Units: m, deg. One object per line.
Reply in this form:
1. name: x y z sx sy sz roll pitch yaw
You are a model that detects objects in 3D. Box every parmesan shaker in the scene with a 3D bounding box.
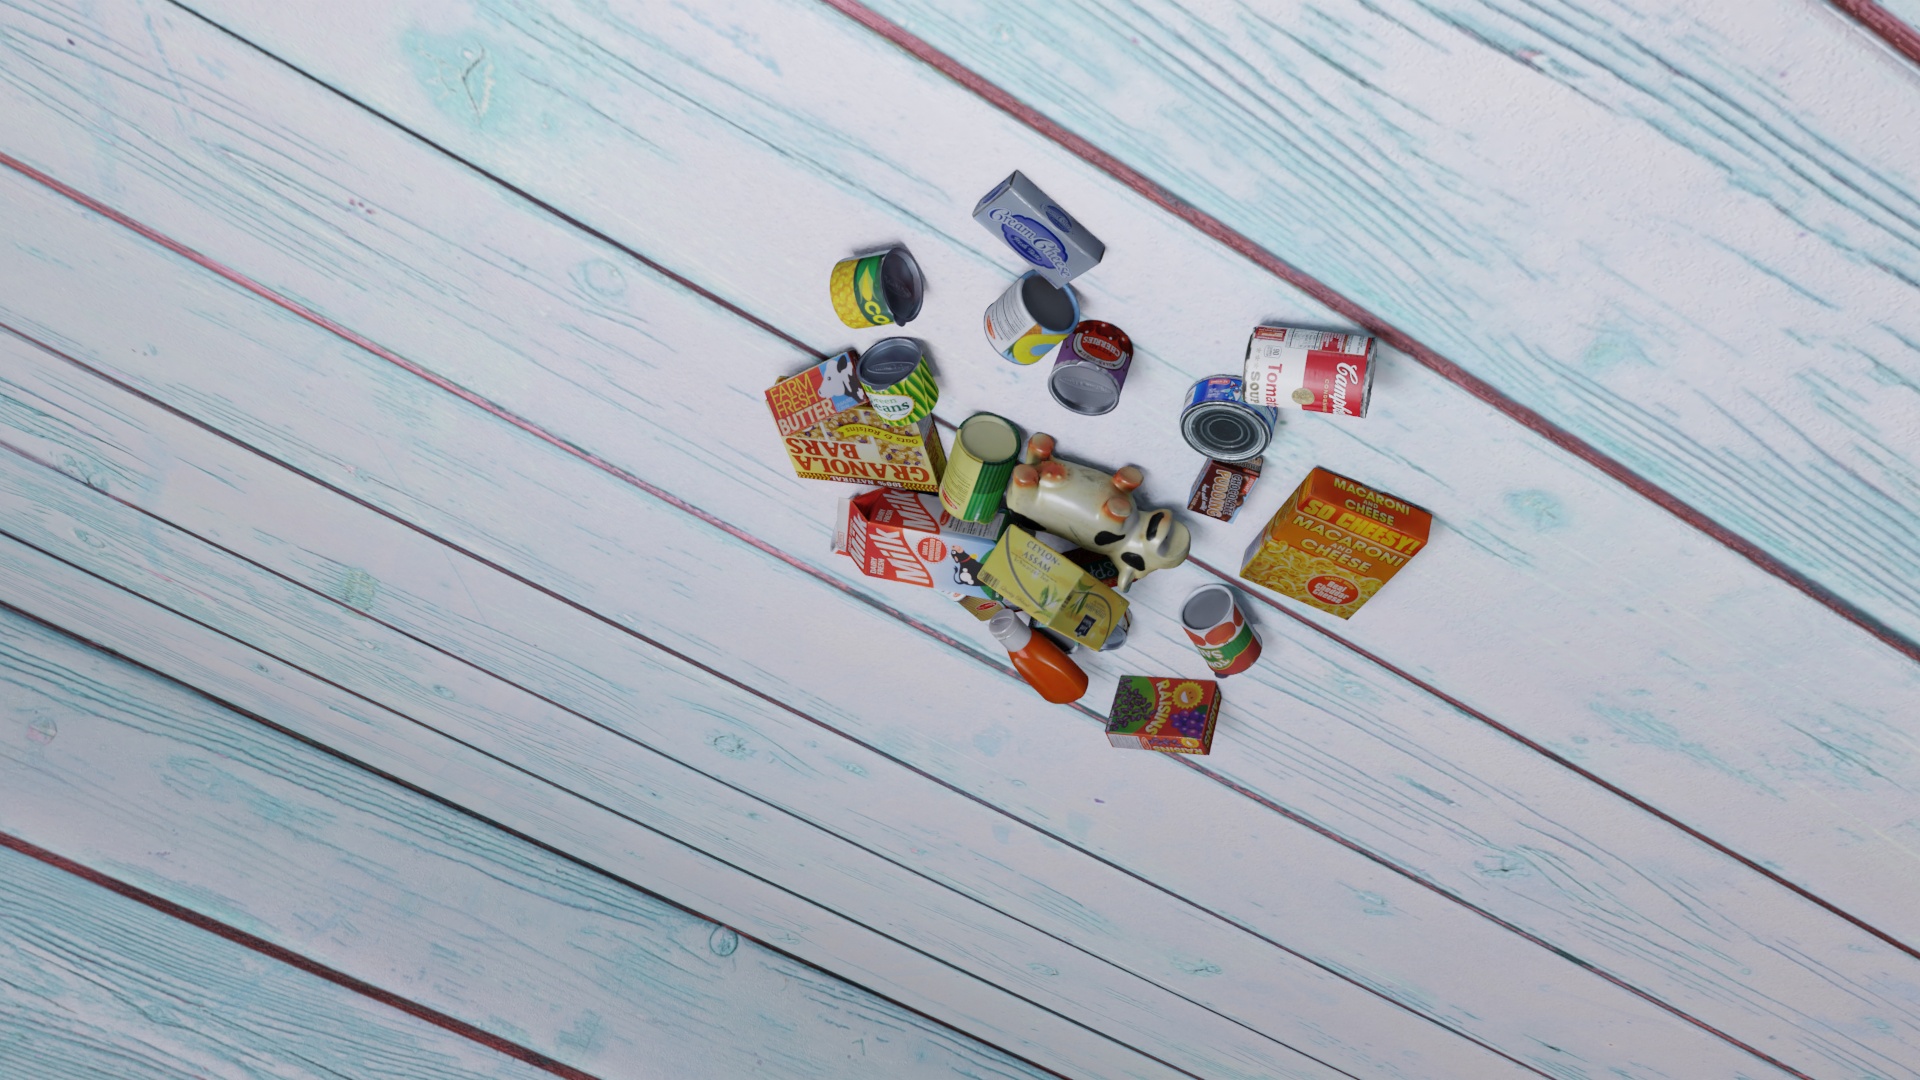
1. parmesan shaker: 0.021 -0.072 1.409 0.071 0.072 0.102 20 146 0

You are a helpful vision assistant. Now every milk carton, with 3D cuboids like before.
1. milk carton: -0.039 0.000 1.470 0.191 0.074 0.072 11 125 6

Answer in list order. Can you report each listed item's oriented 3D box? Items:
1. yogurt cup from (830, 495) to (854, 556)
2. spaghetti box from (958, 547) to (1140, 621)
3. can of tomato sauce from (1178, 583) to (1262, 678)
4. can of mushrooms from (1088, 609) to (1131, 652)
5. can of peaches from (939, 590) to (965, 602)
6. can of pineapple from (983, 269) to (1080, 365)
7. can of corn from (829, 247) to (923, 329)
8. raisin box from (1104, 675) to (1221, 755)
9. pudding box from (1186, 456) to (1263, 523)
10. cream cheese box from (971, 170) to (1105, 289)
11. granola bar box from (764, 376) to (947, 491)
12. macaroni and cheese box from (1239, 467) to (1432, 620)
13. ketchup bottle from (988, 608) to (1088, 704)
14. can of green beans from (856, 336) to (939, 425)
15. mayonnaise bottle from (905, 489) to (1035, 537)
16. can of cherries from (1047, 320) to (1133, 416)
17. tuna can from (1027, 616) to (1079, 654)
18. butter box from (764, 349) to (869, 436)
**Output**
1. yogurt cup: -0.112 -0.009 1.578 0.054 0.073 0.072 20 148 -15
2. spaghetti box: 0.098 0.047 1.577 0.249 0.029 0.050 -18 131 44
3. can of tomato sauce: 0.282 0.099 1.516 0.071 0.071 0.083 -6 138 34
4. can of mushrooms: 0.163 0.097 1.609 0.071 0.034 0.070 12 144 9
5. can of peaches: -0.010 0.026 1.571 0.058 0.071 0.071 35 144 -14
6. can of pineapple: 0.064 -0.195 1.214 0.071 0.071 0.057 32 145 -17
7. can of corn: -0.075 -0.222 1.243 0.058 0.071 0.071 -3 140 32
8. raisin box: 0.246 0.211 1.683 0.123 0.086 0.040 0 140 28
9. pudding box: 0.256 -0.055 1.345 0.050 0.030 0.083 19 147 1
10. cream cheese box: 0.065 -0.258 1.160 0.103 0.024 0.053 36 143 -22
11. granola bar box: -0.106 -0.111 1.449 0.165 0.039 0.123 7 144 19
12. macaroni and cheese box: 0.365 0.005 1.365 0.124 0.040 0.165 22 147 -2
13. ketchup bottle: 0.088 0.137 1.635 0.064 0.044 0.148 -12 136 37
14. can of green beans: -0.060 -0.153 1.339 0.071 0.071 0.057 3 143 24
15. mayonnaise bottle: 0.005 -0.019 1.521 0.148 0.041 0.064 28 139 -8
16. can of cherries: 0.118 -0.156 1.247 0.071 0.059 0.071 15 146 10
17. tuna can: 0.111 0.105 1.650 0.071 0.033 0.070 14 147 9
18. butter box: -0.141 -0.146 1.383 0.103 0.024 0.053 -22 91 22
